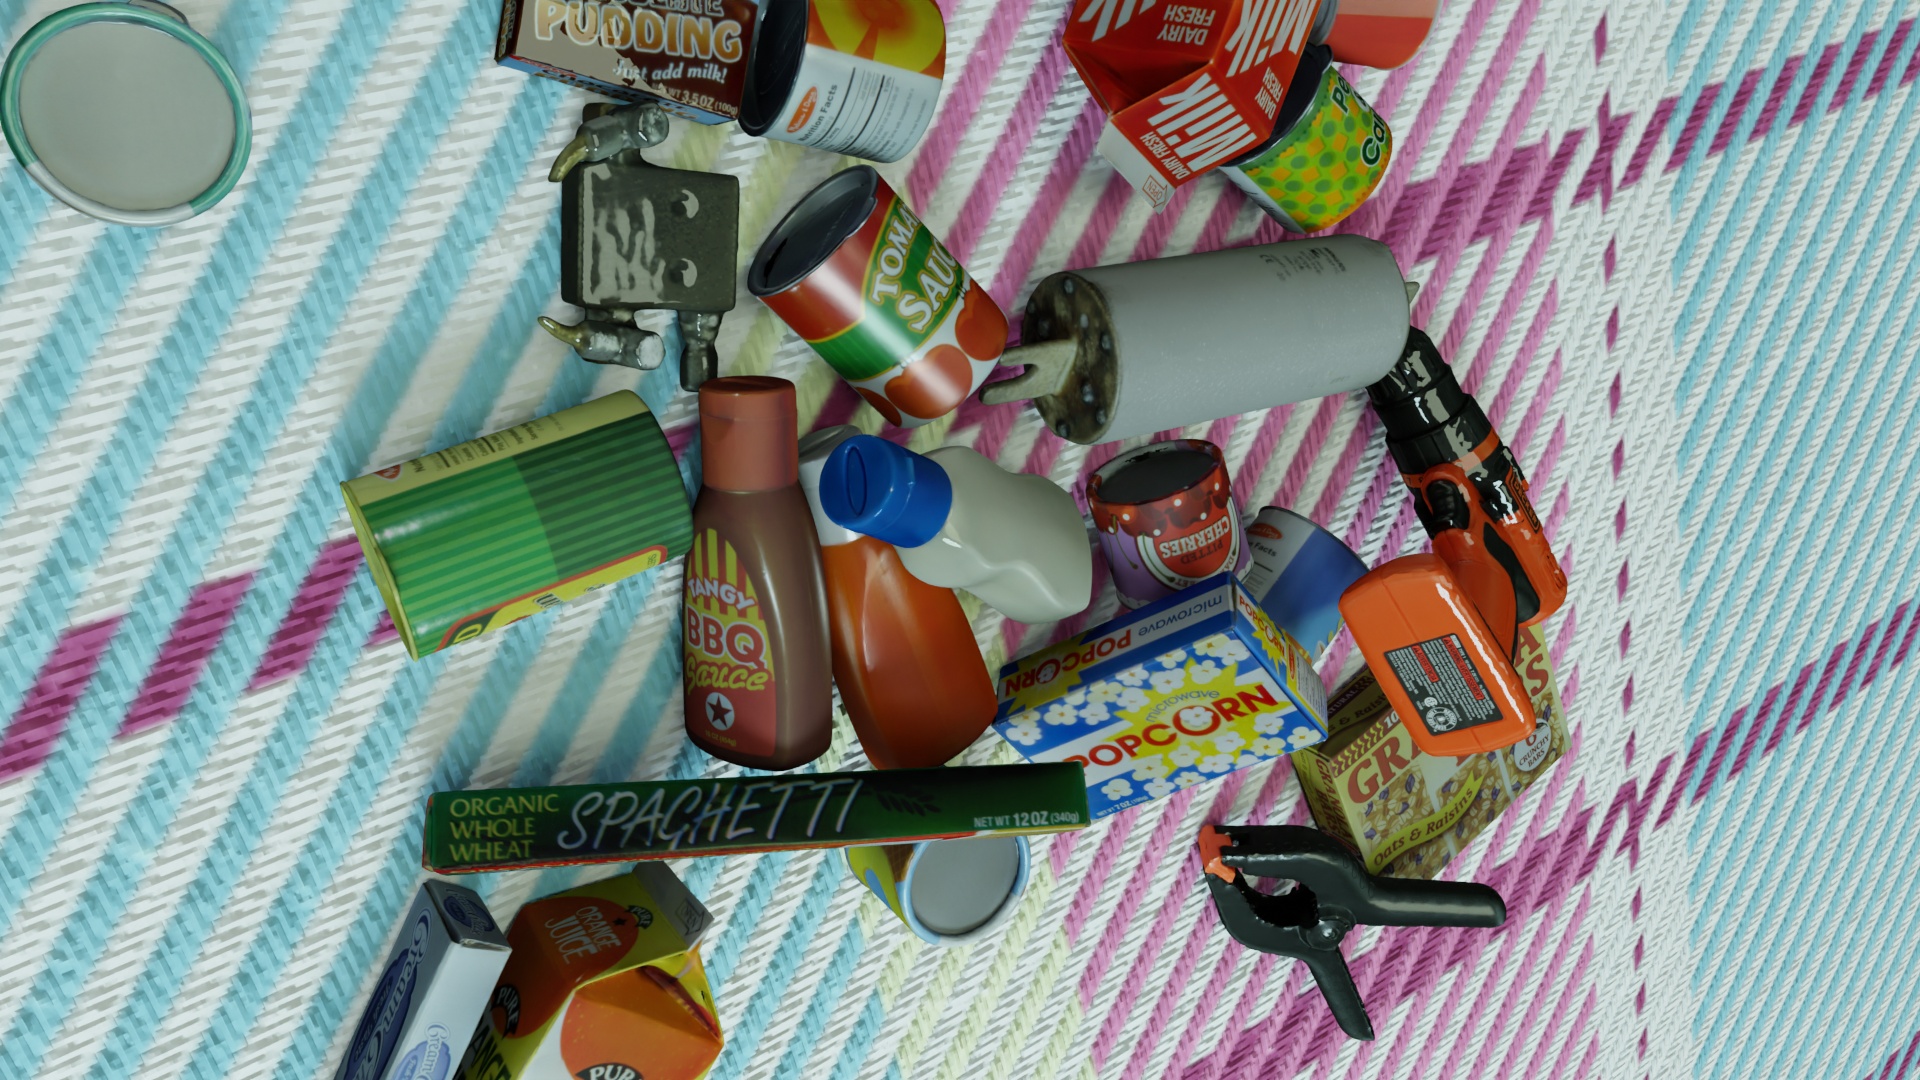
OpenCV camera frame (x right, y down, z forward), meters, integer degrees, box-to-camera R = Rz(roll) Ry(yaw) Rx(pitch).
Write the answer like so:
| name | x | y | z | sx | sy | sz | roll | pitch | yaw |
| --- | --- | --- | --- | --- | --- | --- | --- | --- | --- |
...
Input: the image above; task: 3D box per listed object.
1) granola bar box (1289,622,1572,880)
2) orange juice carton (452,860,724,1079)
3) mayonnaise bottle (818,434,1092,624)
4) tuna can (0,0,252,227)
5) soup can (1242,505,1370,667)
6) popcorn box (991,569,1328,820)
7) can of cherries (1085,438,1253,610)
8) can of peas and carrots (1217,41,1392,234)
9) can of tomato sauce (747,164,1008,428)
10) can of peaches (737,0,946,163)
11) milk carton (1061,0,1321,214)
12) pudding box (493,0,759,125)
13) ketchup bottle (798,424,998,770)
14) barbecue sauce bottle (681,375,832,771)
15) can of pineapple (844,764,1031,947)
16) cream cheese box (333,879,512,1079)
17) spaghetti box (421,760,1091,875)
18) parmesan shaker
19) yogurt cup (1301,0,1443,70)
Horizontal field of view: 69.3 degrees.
| name | x | y | z | sx | sy | sz | roll | pitch | yaw |
| --- | --- | --- | --- | --- | --- | --- | --- | --- | --- |
| granola bar box | 0.270 | 0.115 | 0.792 | 0.166 | 0.039 | 0.123 | -35 | 118 | -19 |
| orange juice carton | -0.160 | 0.216 | 0.540 | 0.073 | 0.072 | 0.193 | 35 | 83 | -33 |
| mayonnaise bottle | 0.002 | -0.007 | 0.566 | 0.148 | 0.041 | 0.065 | 21 | 56 | -54 |
| tuna can | -0.253 | -0.131 | 0.424 | 0.071 | 0.033 | 0.071 | -8 | 106 | -29 |
| soup can | 0.155 | 0.037 | 0.688 | 0.071 | 0.071 | 0.084 | 43 | 80 | -31 |
| popcorn box | 0.090 | 0.073 | 0.631 | 0.085 | 0.126 | 0.038 | 46 | 33 | -31 |
| can of cherries | 0.098 | -0.007 | 0.641 | 0.072 | 0.071 | 0.058 | -29 | 115 | -22 |
| can of peas and carrots | 0.155 | -0.184 | 0.633 | 0.058 | 0.071 | 0.071 | 31 | 86 | -33 |
| can of tomato sauce | -0.030 | -0.094 | 0.544 | 0.083 | 0.071 | 0.071 | 43 | 79 | -32 |
| can of peaches | -0.046 | -0.180 | 0.517 | 0.058 | 0.071 | 0.071 | 4 | 100 | -31 |
| milk carton | 0.105 | -0.237 | 0.576 | 0.072 | 0.073 | 0.190 | 21 | 90 | -57 |
| pudding box | -0.117 | -0.183 | 0.494 | 0.084 | 0.030 | 0.049 | 8 | 97 | -32 |
| ketchup bottle | -0.033 | 0.025 | 0.586 | 0.065 | 0.043 | 0.148 | -34 | 117 | -30 |
| barbecue sauce bottle | -0.080 | 0.012 | 0.540 | 0.044 | 0.065 | 0.148 | -20 | 116 | -51 |
| can of pineapple | -0.011 | 0.137 | 0.618 | 0.071 | 0.058 | 0.070 | -8 | 106 | -29 |
| cream cheese box | -0.205 | 0.185 | 0.517 | 0.024 | 0.053 | 0.104 | 25 | 88 | -35 |
| spaghetti box | -0.075 | 0.107 | 0.539 | 0.250 | 0.050 | 0.029 | 0 | 75 | -15 |
| parmesan shaker | -0.154 | -0.007 | 0.490 | 0.103 | 0.071 | 0.071 | -23 | 113 | -25 |
| yogurt cup | 0.179 | -0.250 | 0.636 | 0.054 | 0.072 | 0.072 | -8 | 106 | -21 |
